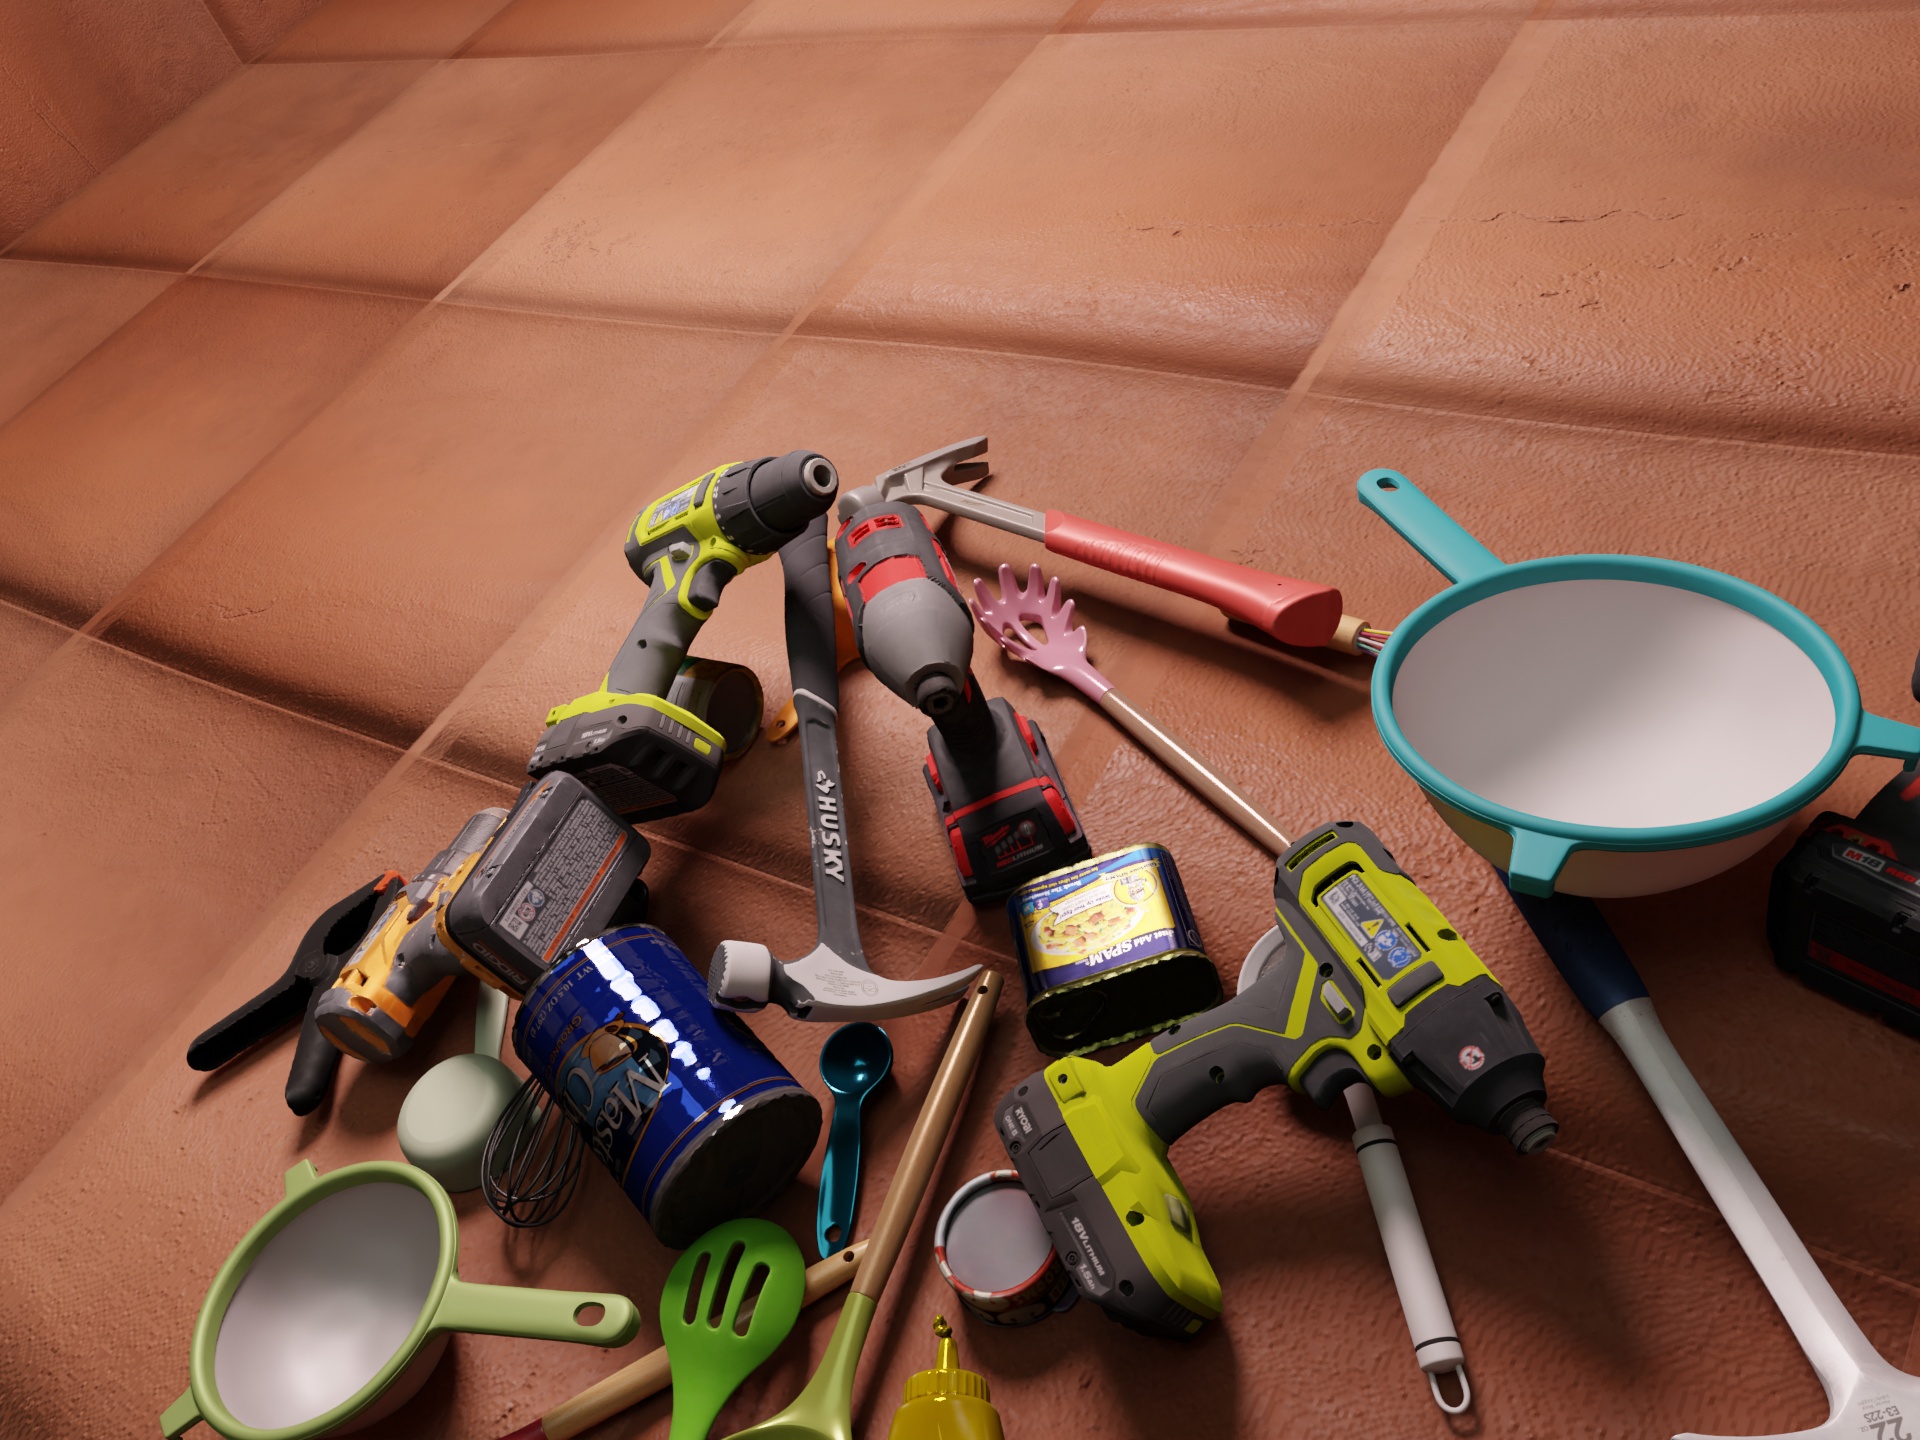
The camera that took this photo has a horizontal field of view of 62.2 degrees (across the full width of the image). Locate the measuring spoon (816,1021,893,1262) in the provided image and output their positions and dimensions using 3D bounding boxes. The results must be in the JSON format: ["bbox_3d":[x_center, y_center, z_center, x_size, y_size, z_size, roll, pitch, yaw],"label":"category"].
[{"bbox_3d":[-0.058,0.224,0.845,0.042,0.021,0.129,-5,57,18],"label":"measuring spoon"}]

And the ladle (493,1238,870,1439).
[{"bbox_3d":[-0.180,0.336,0.784,0.315,0.031,0.069,-27,51,-5],"label":"ladle"}]

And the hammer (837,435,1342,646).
[{"bbox_3d":[0.091,-0.119,1.041,0.359,0.036,0.149,23,38,38],"label":"hammer"}]

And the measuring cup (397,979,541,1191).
[{"bbox_3d":[-0.293,0.197,0.953,0.083,0.038,0.168,-16,47,10],"label":"measuring cup"}]

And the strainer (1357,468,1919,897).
[{"bbox_3d":[0.291,-0.020,0.816,0.211,0.095,0.341,-18,37,-6],"label":"strainer"}]

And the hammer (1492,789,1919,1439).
[{"bbox_3d":[0.308,0.145,0.737,0.144,0.035,0.406,-21,44,4],"label":"hammer"}]

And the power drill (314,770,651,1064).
[{"bbox_3d":[-0.282,0.104,0.962,0.226,0.084,0.185,-26,28,42],"label":"power drill"}]

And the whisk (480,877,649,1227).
[{"bbox_3d":[-0.223,0.186,0.931,0.055,0.055,0.239,-7,43,19],"label":"whisk"}]

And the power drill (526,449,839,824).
[{"bbox_3d":[-0.165,-0.060,0.977,0.190,0.080,0.229,-13,51,49],"label":"power drill"}]

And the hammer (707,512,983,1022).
[{"bbox_3d":[-0.081,0.006,0.967,0.149,0.036,0.409,11,44,-21],"label":"hammer"}]

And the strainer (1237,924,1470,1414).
[{"bbox_3d":[0.190,0.191,0.745,0.087,0.050,0.259,-17,50,10],"label":"strainer"}]

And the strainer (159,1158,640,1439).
[{"bbox_3d":[-0.268,0.310,0.816,0.256,0.069,0.152,-4,46,20],"label":"strainer"}]

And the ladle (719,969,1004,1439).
[{"bbox_3d":[-0.040,0.249,0.767,0.078,0.062,0.320,7,50,24],"label":"ladle"}]

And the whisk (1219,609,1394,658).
[{"bbox_3d":[0.256,-0.047,0.935,0.245,0.047,0.051,22,62,41],"label":"whisk"}]

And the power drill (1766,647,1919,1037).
[{"bbox_3d":[0.498,0.048,0.717,0.227,0.080,0.188,-42,47,-21],"label":"power drill"}]

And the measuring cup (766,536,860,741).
[{"bbox_3d":[-0.092,-0.063,1.095,0.095,0.052,0.174,13,54,33],"label":"measuring cup"}]

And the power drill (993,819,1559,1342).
[{"bbox_3d":[0.140,0.170,0.719,0.223,0.080,0.171,-38,47,7],"label":"power drill"}]

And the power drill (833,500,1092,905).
[{"bbox_3d":[-0.001,-0.003,0.879,0.078,0.219,0.143,-23,44,3],"label":"power drill"}]

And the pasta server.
[{"bbox_3d":[0.106,-0.005,0.966,0.060,0.040,0.317,-30,45,-17],"label":"pasta server"}]

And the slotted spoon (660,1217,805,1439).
[{"bbox_3d":[-0.135,0.375,0.712,0.070,0.031,0.314,6,57,12],"label":"slotted spoon"}]
